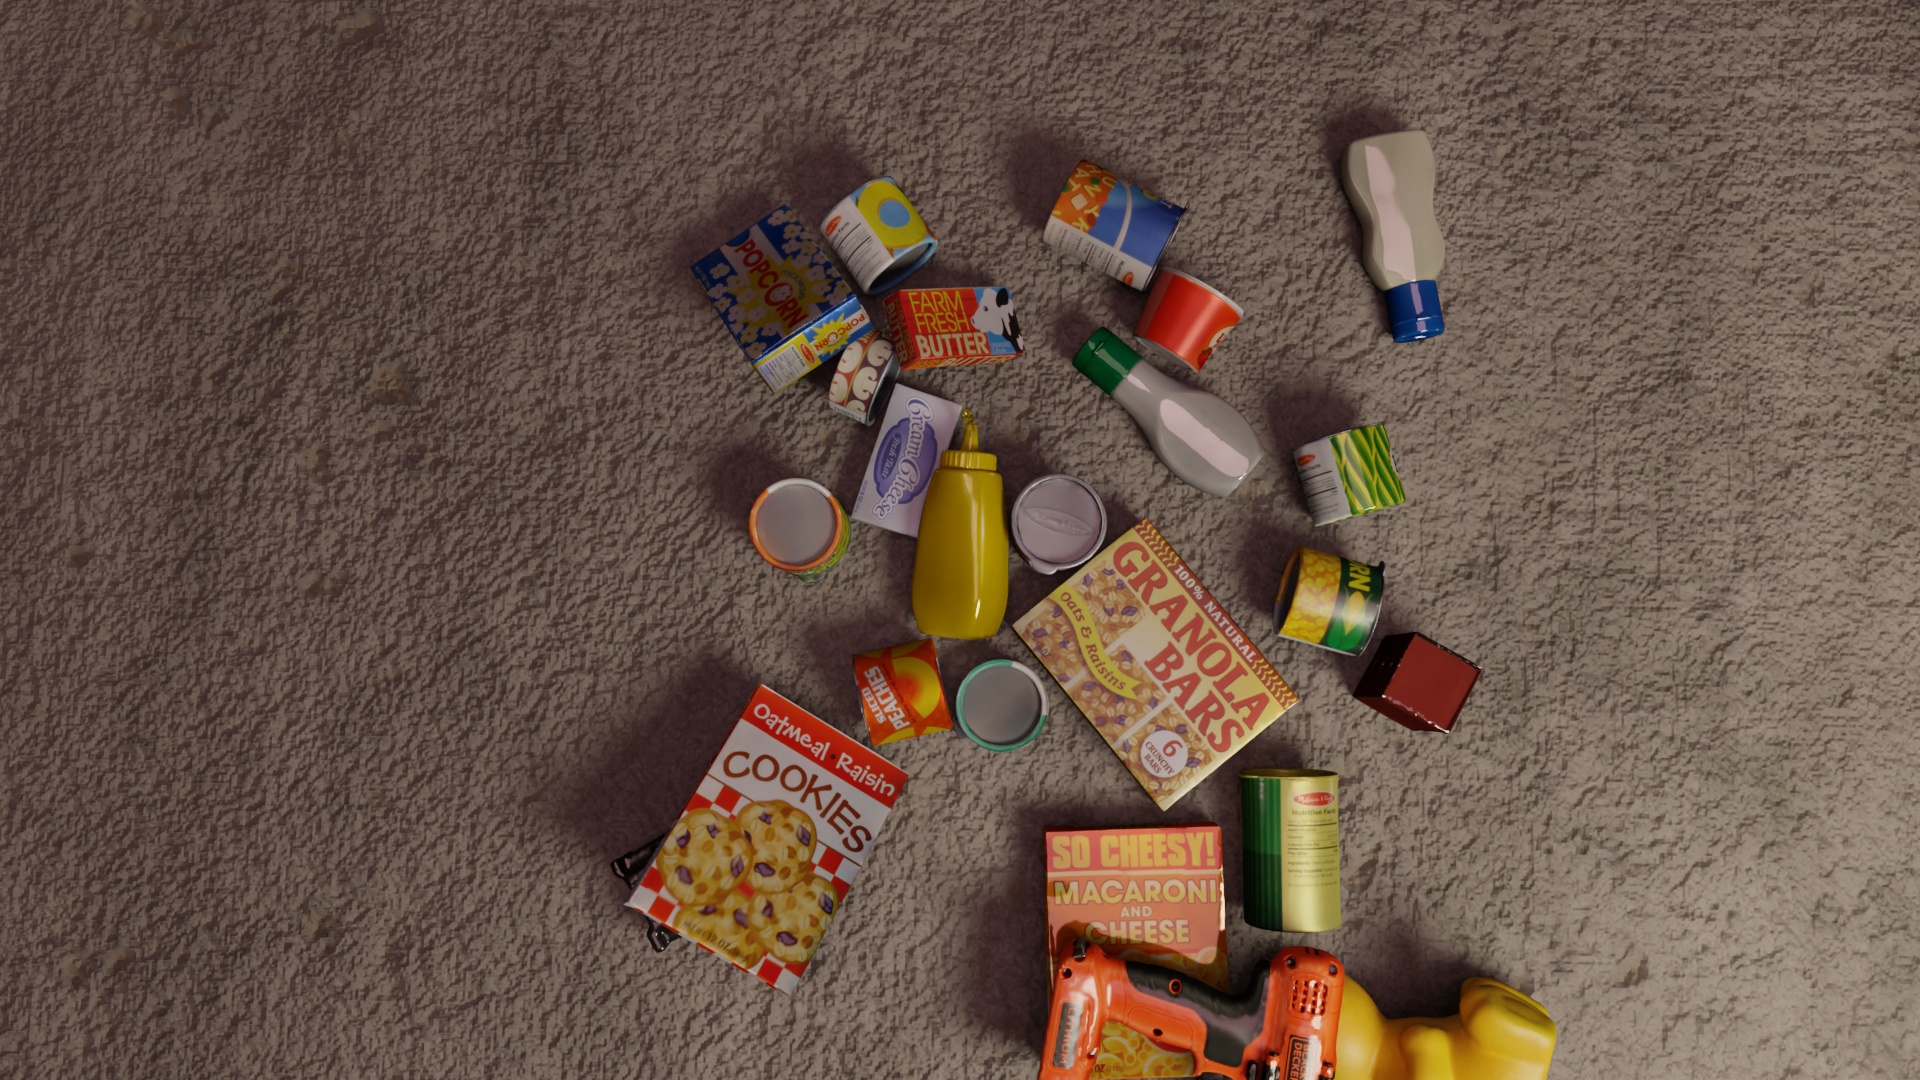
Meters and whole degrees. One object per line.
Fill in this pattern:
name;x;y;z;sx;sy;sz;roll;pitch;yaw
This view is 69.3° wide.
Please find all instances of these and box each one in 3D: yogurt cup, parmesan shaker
yogurt cup;0.159;-0.156;0.991;0.072;0.072;0.054;31;94;3
parmesan shaker;0.223;0.211;0.952;0.071;0.071;0.103;0;85;1

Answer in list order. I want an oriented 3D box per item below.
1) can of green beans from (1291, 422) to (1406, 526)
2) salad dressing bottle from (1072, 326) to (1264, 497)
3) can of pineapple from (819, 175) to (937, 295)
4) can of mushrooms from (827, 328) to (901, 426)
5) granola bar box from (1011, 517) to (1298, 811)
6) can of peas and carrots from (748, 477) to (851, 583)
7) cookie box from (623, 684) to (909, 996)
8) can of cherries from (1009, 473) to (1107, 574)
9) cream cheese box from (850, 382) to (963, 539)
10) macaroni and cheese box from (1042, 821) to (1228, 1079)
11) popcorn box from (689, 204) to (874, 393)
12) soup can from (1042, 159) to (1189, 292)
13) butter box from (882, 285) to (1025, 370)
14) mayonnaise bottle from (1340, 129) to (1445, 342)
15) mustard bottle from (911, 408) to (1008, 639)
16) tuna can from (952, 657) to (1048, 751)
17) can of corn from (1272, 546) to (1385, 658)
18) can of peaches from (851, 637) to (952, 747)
can of green beans;0.273;-0.046;0.976;0.071;0.071;0.058;-15;85;-1
salad dressing bottle;0.147;-0.094;0.995;0.148;0.044;0.064;41;89;5
can of pineapple;-0.057;-0.219;0.998;0.071;0.071;0.058;-35;86;-2
can of mushrooms;-0.065;-0.120;0.987;0.033;0.071;0.071;24;86;4
granola bar box;0.135;0.086;0.979;0.124;0.039;0.165;-39;85;-2
can of peas and carrots;-0.113;-0.006;0.981;0.071;0.058;0.071;0;85;1
cookie box;-0.128;0.200;0.938;0.123;0.040;0.168;33;66;-7
can of cherries;0.066;-0.009;0.980;0.071;0.058;0.071;0;85;0
cream cheese box;-0.038;-0.056;1.002;0.053;0.024;0.104;18;85;1
macaroni and cheese box;0.120;0.281;0.960;0.124;0.040;0.166;-2;85;1
popcorn box;-0.127;-0.171;0.977;0.085;0.038;0.127;-34;52;-2
soup can;0.111;-0.228;0.996;0.084;0.071;0.071;28;86;3
butter box;-0.004;-0.151;0.983;0.104;0.024;0.053;-11;83;-40
mayonnaise bottle;0.318;-0.219;1.006;0.065;0.041;0.148;-9;86;1
mustard bottle;0.003;-0.012;0.973;0.065;0.049;0.160;5;91;33
tuna can;0.027;0.117;0.980;0.071;0.033;0.071;0;84;0
can of corn;0.256;0.040;0.967;0.058;0.071;0.071;15;85;3
can of peaches;-0.040;0.105;0.964;0.058;0.071;0.071;-12;85;-1
